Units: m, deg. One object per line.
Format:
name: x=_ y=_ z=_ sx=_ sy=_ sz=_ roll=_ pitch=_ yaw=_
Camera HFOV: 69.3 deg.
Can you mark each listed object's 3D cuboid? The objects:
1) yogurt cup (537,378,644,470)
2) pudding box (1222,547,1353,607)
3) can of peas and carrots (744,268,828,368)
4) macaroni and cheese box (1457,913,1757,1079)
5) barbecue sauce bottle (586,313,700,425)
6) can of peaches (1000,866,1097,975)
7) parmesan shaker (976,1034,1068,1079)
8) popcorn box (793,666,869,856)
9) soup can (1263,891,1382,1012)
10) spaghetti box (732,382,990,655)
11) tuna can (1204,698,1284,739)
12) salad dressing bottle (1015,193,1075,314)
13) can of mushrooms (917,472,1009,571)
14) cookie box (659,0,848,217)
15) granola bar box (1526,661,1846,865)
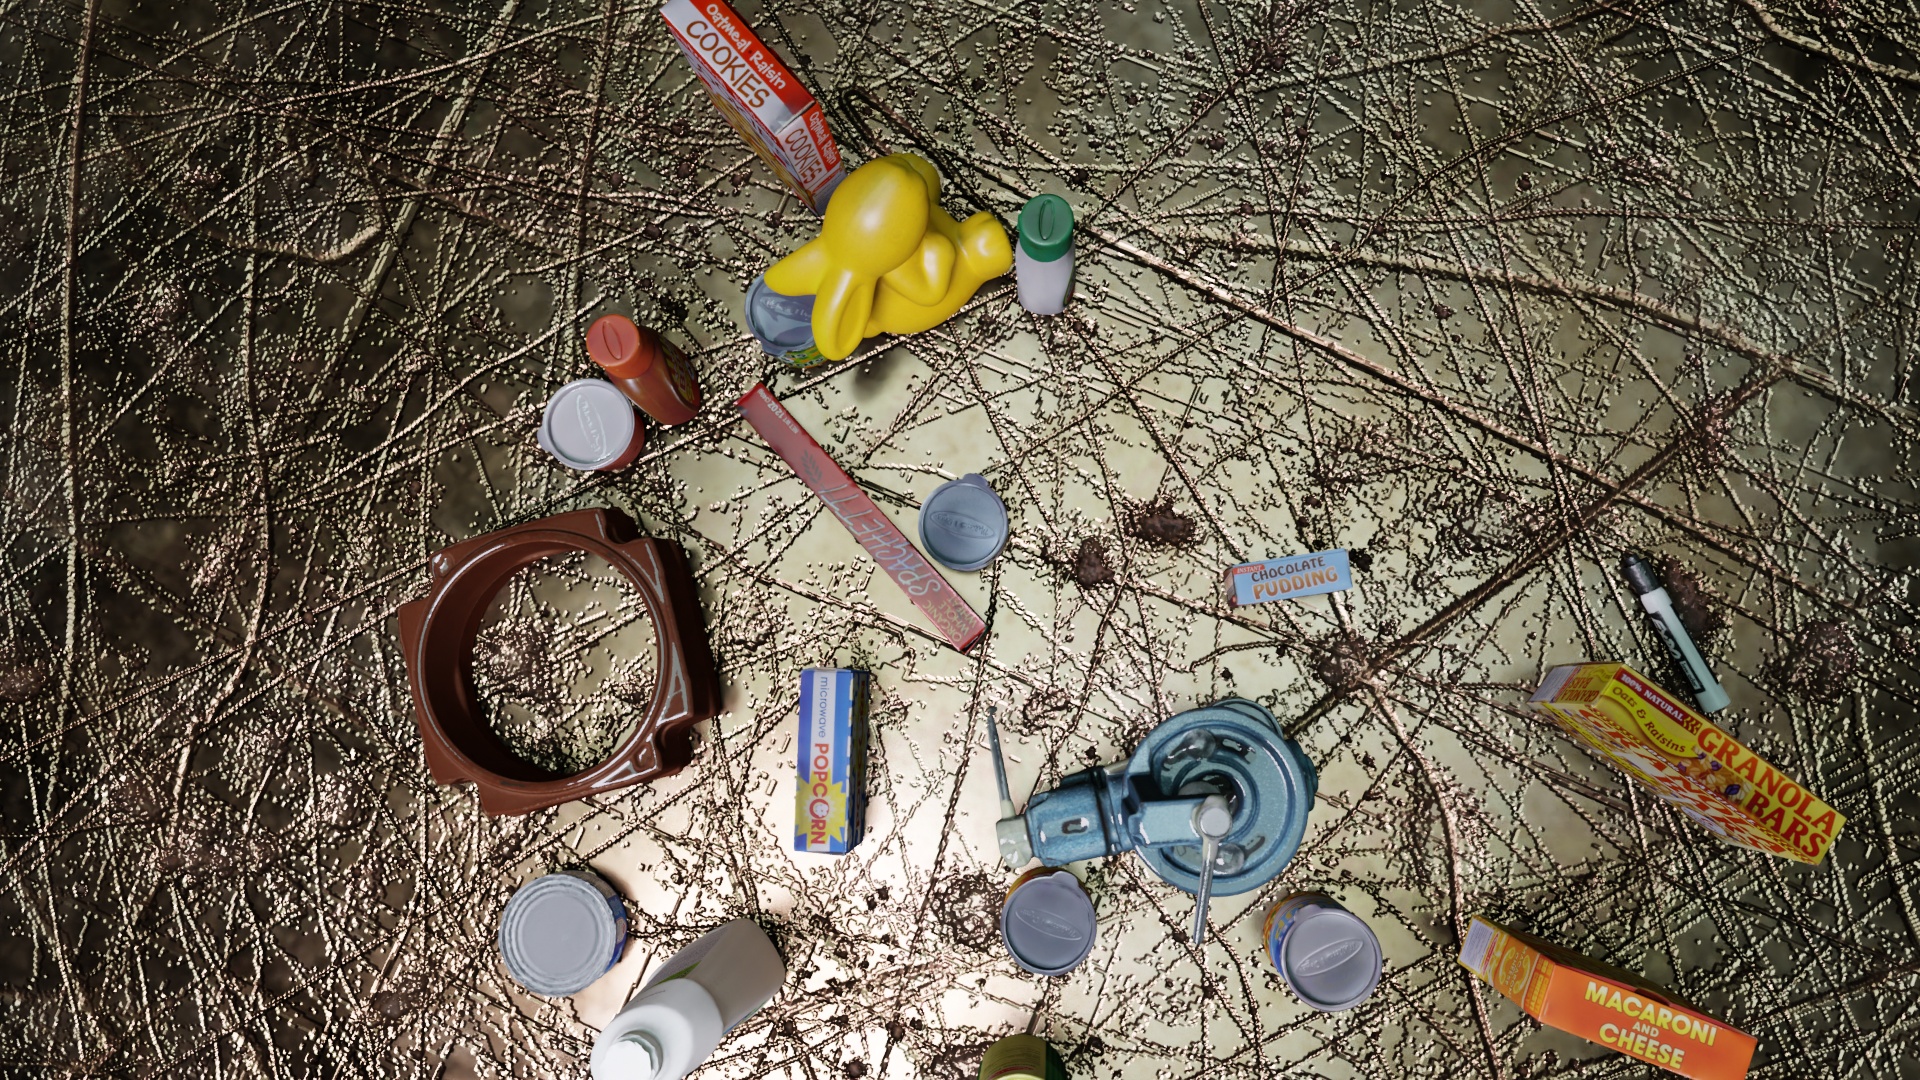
yogurt cup: x=-0.270 y=-0.083 z=1.036 sx=0.072 sy=0.054 sz=0.072 roll=0 pitch=84 yaw=4
pudding box: x=0.234 y=0.027 z=0.994 sx=0.084 sy=0.049 sz=0.030 roll=-9 pitch=84 yaw=3
can of peas and carrots: x=-0.123 y=-0.164 z=1.033 sx=0.071 sy=0.058 sz=0.071 roll=0 pitch=84 yaw=4
macaroni and cheese box: x=0.408 y=0.293 z=0.895 sx=0.124 sy=0.166 sz=0.040 roll=20 pitch=86 yaw=5
barbecue sauce bottle: x=-0.226 y=-0.125 z=0.990 sx=0.044 sy=0.148 sz=0.065 roll=-21 pitch=83 yaw=1
can of peaches: x=0.063 y=0.263 z=0.974 sx=0.071 sy=0.058 sz=0.071 roll=0 pitch=84 yaw=4
parmesan shaker: x=0.044 y=0.380 z=0.939 sx=0.071 sy=0.103 sz=0.071 roll=0 pitch=84 yaw=4
popcorn box: x=-0.090 y=0.153 z=0.982 sx=0.038 sy=0.085 sz=0.127 roll=1 pitch=84 yaw=4
soup can: x=0.244 y=0.276 z=0.949 sx=0.071 sy=0.083 sz=0.071 roll=0 pitch=84 yaw=4
spaghetti box: x=-0.071 y=-0.015 z=1.018 sx=0.029 sy=0.050 sz=0.250 roll=-43 pitch=83 yaw=-1
tuna can: x=0.196 y=0.148 z=0.991 sx=0.071 sy=0.033 sz=0.071 roll=0 pitch=84 yaw=4
salad dressing bottle: x=0.061 y=-0.202 z=0.981 sx=0.044 sy=0.147 sz=0.064 roll=6 pitch=85 yaw=4
can of mushrooms: x=0.004 y=-0.013 z=1.021 sx=0.071 sy=0.033 sz=0.071 roll=0 pitch=84 yaw=4
cookie box: x=-0.141 y=-0.313 z=0.996 sx=0.040 sy=0.167 sz=0.123 roll=-42 pitch=83 yaw=-1
granola bar box: x=0.479 y=0.144 z=0.928 sx=0.165 sy=0.124 sz=0.039 roll=36 pitch=88 yaw=7
